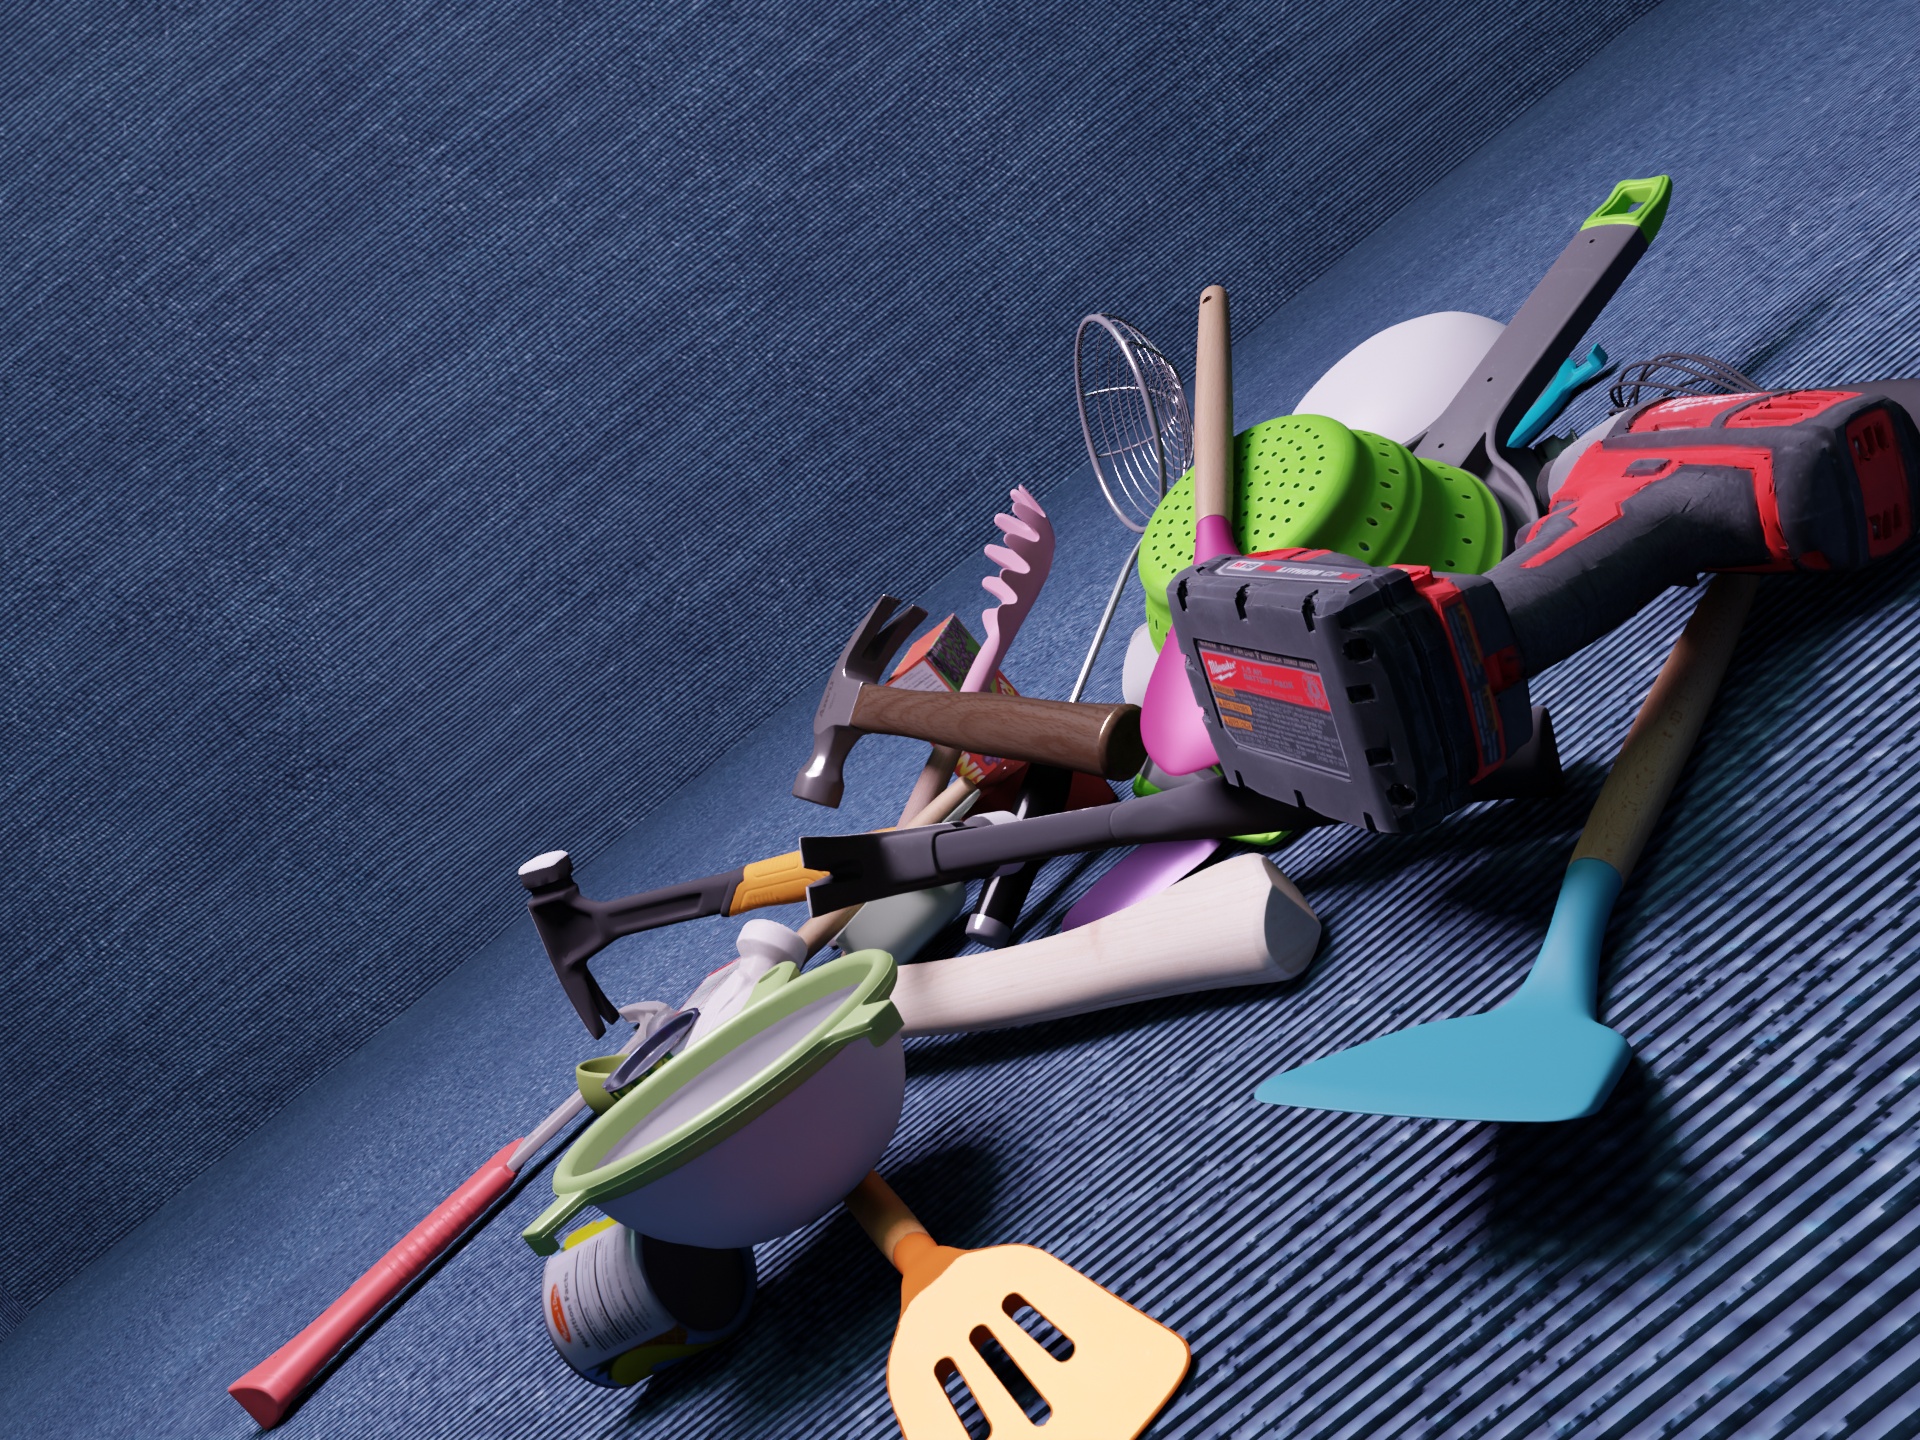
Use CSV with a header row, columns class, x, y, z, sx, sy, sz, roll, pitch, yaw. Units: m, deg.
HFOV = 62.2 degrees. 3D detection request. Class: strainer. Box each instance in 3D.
class,x,y,z,sx,sy,sz,roll,pitch,yaw
strainer,0.276,-0.209,1.095,0.211,0.095,0.340,-39,10,2
strainer,-0.074,0.153,0.656,0.151,0.069,0.256,-33,3,1

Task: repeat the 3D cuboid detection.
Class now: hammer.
class,x,y,z,sx,sy,sz,roll,pitch,yaw
hammer,-0.332,0.323,1.081,0.359,0.036,0.149,-43,10,-25
hammer,-0.119,0.111,1.009,0.337,0.127,0.034,-16,12,20
hammer,0.078,0.039,0.635,0.335,0.035,0.146,-14,-6,44
hammer,-0.012,0.131,0.704,0.410,0.038,0.146,-22,38,49
hammer,-0.001,-0.003,0.848,0.331,0.031,0.130,7,79,62

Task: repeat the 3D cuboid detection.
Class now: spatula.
class,x,y,z,sx,sy,sz,roll,pitch,yaw
spatula,0.169,0.007,0.709,0.316,0.018,0.060,-37,14,14
spatula,-0.015,0.186,0.551,0.081,0.041,0.322,-40,5,-13
spatula,0.192,0.022,0.466,0.082,0.044,0.317,-9,26,44

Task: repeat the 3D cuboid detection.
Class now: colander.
class,x,y,z,sx,sy,sz,roll,pitch,yaw
colander,0.197,-0.131,0.726,0.397,0.094,0.205,-52,30,-11

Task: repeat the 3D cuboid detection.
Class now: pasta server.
class,x,y,z,sx,sy,sz,roll,pitch,yaw
pasta server,-0.014,0.012,0.939,0.316,0.040,0.060,-66,9,-4

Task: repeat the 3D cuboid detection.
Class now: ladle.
class,x,y,z,sx,sy,sz,roll,pitch,yaw
ladle,-0.109,0.133,0.927,0.320,0.062,0.078,-45,-19,18

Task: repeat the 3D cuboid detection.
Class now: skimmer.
class,x,y,z,sx,sy,sz,roll,pitch,yaw
skimmer,0.048,-0.056,0.872,0.127,0.090,0.363,102,-170,-69

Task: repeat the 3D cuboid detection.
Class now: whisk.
class,x,y,z,sx,sy,sz,roll,pitch,yaw
whisk,0.330,-0.123,0.639,0.055,0.055,0.239,-39,13,2

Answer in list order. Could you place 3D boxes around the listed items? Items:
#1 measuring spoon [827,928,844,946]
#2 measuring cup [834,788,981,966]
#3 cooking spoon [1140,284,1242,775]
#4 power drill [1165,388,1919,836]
class,x,y,z,sx,sy,sz,roll,pitch,yaw
measuring spoon,-0.045,0.112,1.038,0.124,0.018,0.034,-33,10,27
measuring cup,-0.013,0.087,0.846,0.083,0.038,0.167,-39,-9,-37
cooking spoon,0.108,-0.098,0.681,0.069,0.017,0.319,-25,36,30
power drill,0.189,-0.050,0.533,0.219,0.078,0.143,-25,17,-16
